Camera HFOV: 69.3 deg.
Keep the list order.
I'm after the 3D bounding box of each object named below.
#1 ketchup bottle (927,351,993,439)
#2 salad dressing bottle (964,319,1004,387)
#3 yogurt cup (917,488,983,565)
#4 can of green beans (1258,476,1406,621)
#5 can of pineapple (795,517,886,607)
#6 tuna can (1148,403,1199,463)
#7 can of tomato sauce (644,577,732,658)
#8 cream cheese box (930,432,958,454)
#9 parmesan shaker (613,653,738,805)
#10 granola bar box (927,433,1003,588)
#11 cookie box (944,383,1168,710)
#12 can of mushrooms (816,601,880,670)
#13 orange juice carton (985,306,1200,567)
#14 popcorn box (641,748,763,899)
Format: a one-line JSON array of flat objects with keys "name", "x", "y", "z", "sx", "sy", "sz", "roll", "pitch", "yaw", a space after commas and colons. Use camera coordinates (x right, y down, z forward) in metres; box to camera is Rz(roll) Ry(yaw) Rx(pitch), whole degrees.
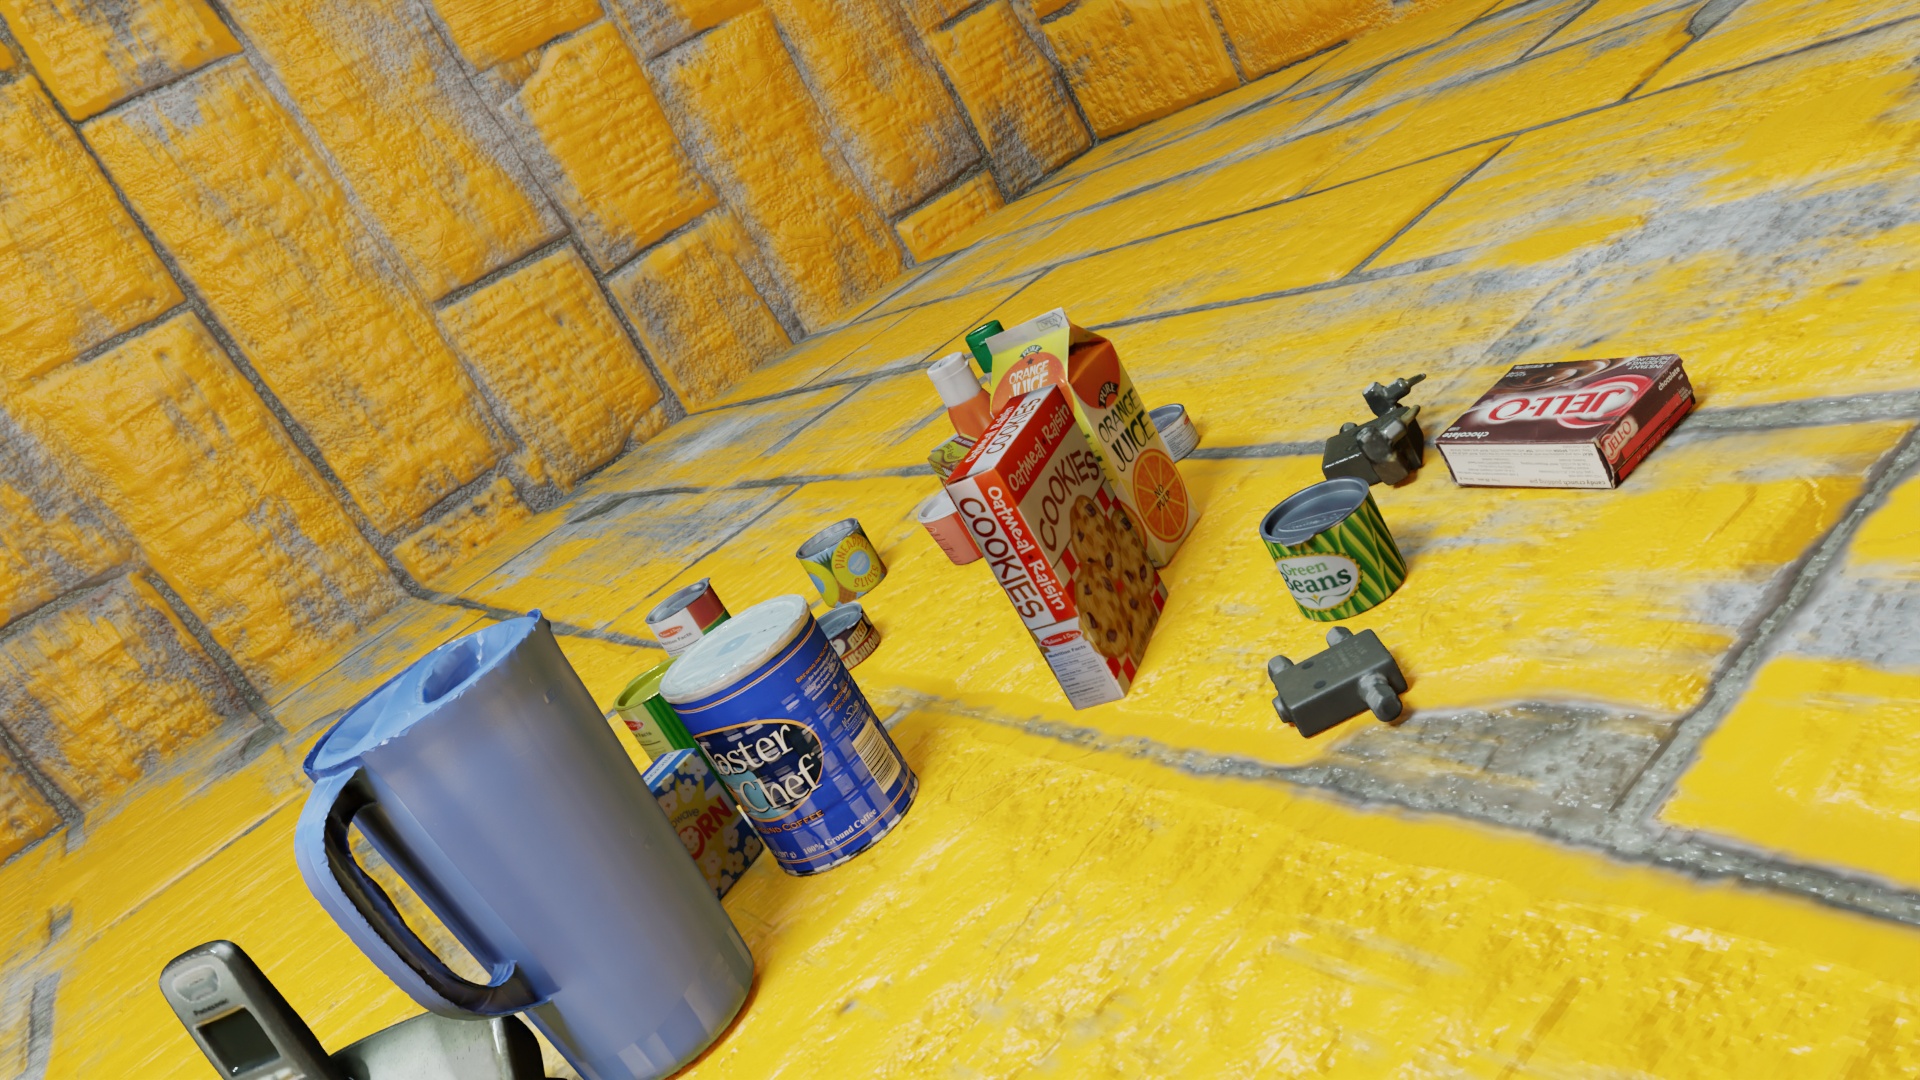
[{"name": "ketchup bottle", "x": 0.022, "y": -0.097, "z": 1.246, "sx": 0.043, "sy": 0.148, "sz": 0.065, "roll": -26, "pitch": 17, "yaw": 16}, {"name": "salad dressing bottle", "x": 0.055, "y": -0.135, "z": 1.301, "sx": 0.064, "sy": 0.147, "sz": 0.044, "roll": -26, "pitch": 17, "yaw": 15}, {"name": "yogurt cup", "x": 0.004, "y": -0.015, "z": 1.205, "sx": 0.072, "sy": 0.054, "sz": 0.072, "roll": -27, "pitch": 17, "yaw": 9}, {"name": "can of green beans", "x": 0.214, "y": 0.005, "z": 0.797, "sx": 0.071, "sy": 0.057, "sz": 0.071, "roll": -27, "pitch": 17, "yaw": 9}, {"name": "can of pineapple", "x": -0.109, "y": 0.020, "z": 1.283, "sx": 0.071, "sy": 0.057, "sz": 0.071, "roll": -27, "pitch": 17, "yaw": 9}, {"name": "tuna can", "x": 0.164, "y": -0.085, "z": 1.176, "sx": 0.071, "sy": 0.032, "sz": 0.071, "roll": -27, "pitch": 17, "yaw": 9}, {"name": "can of tomato sauce", "x": -0.233, "y": 0.087, "z": 1.254, "sx": 0.071, "sy": 0.083, "sz": 0.071, "roll": -27, "pitch": 17, "yaw": 9}, {"name": "cream cheese box", "x": 0.025, "y": -0.095, "z": 1.398, "sx": 0.104, "sy": 0.053, "sz": 0.024, "roll": -37, "pitch": 18, "yaw": -22}, {"name": "parmesan shaker", "x": -0.195, "y": 0.142, "z": 1.003, "sx": 0.071, "sy": 0.103, "sz": 0.071, "roll": -27, "pitch": 17, "yaw": 9}, {"name": "granola bar box", "x": 0.041, "y": -0.010, "z": 1.010, "sx": 0.039, "sy": 0.124, "sz": 0.166, "roll": -33, "pitch": 17, "yaw": -9}, {"name": "cookie box", "x": 0.064, "y": 0.002, "z": 0.866, "sx": 0.040, "sy": 0.167, "sz": 0.123, "roll": -20, "pitch": 19, "yaw": 31}, {"name": "can of mushrooms", "x": -0.100, "y": 0.082, "z": 1.134, "sx": 0.071, "sy": 0.033, "sz": 0.071, "roll": -27, "pitch": 17, "yaw": 9}, {"name": "orange juice carton", "x": 0.089, "y": -0.071, "z": 0.988, "sx": 0.071, "sy": 0.192, "sz": 0.073, "roll": -16, "pitch": 22, "yaw": 40}, {"name": "popcorn box", "x": -0.189, "y": 0.200, "z": 0.857, "sx": 0.038, "sy": 0.085, "sz": 0.127, "roll": -16, "pitch": 22, "yaw": 41}]
